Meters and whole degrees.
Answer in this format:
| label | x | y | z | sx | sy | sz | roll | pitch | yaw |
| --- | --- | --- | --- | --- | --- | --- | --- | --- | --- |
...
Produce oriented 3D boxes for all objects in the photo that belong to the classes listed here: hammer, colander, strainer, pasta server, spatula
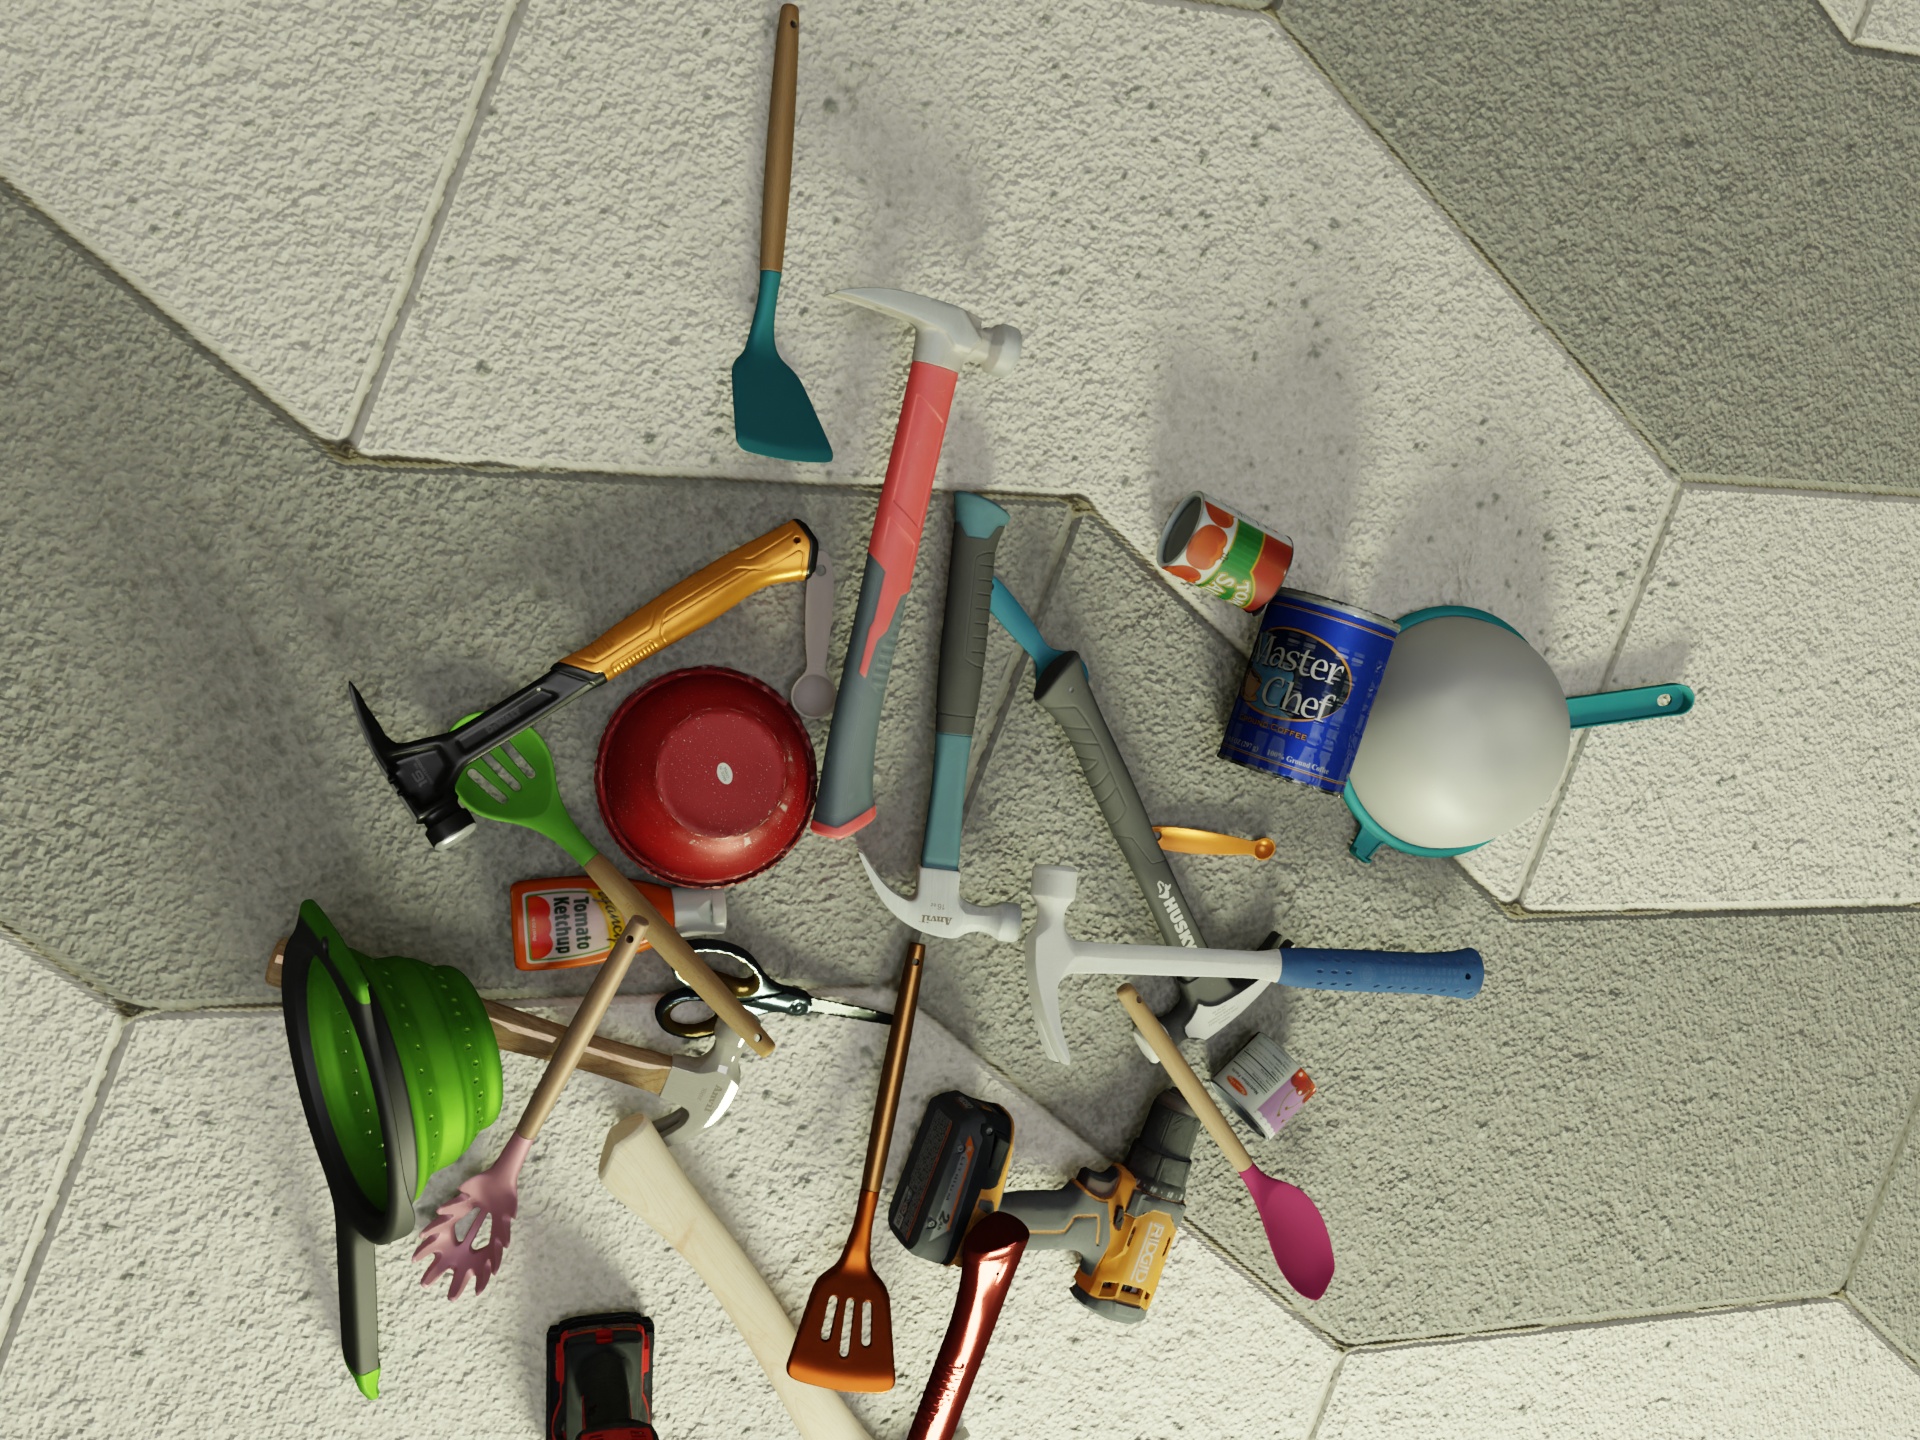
| label | x | y | z | sx | sy | sz | roll | pitch | yaw |
| --- | --- | --- | --- | --- | --- | --- | --- | --- | --- |
| hammer | -0.135 | 0.451 | 1.186 | 0.146 | 0.038 | 0.410 | -32 | 110 | -12 |
| colander | -0.369 | 0.294 | 1.062 | 0.094 | 0.205 | 0.396 | -13 | 124 | -37 |
| hammer | -0.013 | 0.530 | 1.191 | 0.149 | 0.037 | 0.359 | 11 | 105 | -31 |
| hammer | -0.002 | -0.004 | 1.185 | 0.128 | 0.033 | 0.331 | 6 | 92 | -6 |
| strainer | 0.474 | 0.006 | 1.298 | 0.340 | 0.095 | 0.211 | -7 | 98 | -14 |
| hammer | -0.317 | 0.219 | 1.119 | 0.331 | 0.031 | 0.130 | 20 | 107 | -13 |
| pasta server | -0.292 | 0.268 | 1.102 | 0.060 | 0.040 | 0.316 | 29 | 104 | -4 |
| hammer | 0.145 | 0.096 | 1.233 | 0.146 | 0.035 | 0.334 | -30 | 108 | -11 |
| hammer | -0.248 | -0.052 | 1.102 | 0.337 | 0.034 | 0.127 | -33 | 89 | -16 |
| spatula | -0.123 | -0.341 | 1.115 | 0.082 | 0.044 | 0.317 | 1 | 95 | -41 |
| spatula | -0.061 | 0.326 | 1.182 | 0.081 | 0.041 | 0.323 | 12 | 83 | -8 |
| hammer | 0.235 | 0.196 | 1.234 | 0.405 | 0.035 | 0.144 | 6 | 85 | -23 |
| hammer | -0.066 | -0.108 | 1.131 | 0.143 | 0.038 | 0.386 | 12 | 93 | -22 |

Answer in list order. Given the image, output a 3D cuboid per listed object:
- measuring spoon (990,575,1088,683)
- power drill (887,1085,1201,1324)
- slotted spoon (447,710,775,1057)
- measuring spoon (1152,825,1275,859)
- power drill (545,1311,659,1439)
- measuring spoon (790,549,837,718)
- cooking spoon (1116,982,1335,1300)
| label | x | y | z | sx | sy | sz | roll | pitch | yaw |
| --- | --- | --- | --- | --- | --- | --- | --- | --- | --- |
| measuring spoon | 0.053 | -0.064 | 1.207 | 0.042 | 0.021 | 0.128 | -42 | 104 | -8 |
| power drill | 0.078 | 0.355 | 1.236 | 0.226 | 0.084 | 0.185 | 22 | 88 | -21 |
| slotted spoon | -0.240 | 0.117 | 1.104 | 0.070 | 0.031 | 0.314 | -43 | 90 | -18 |
| measuring spoon | 0.197 | 0.096 | 1.275 | 0.117 | 0.011 | 0.021 | 7 | 106 | -13 |
| power drill | -0.241 | 0.512 | 1.086 | 0.078 | 0.220 | 0.143 | 0 | 96 | -16 |
| measuring spoon | -0.106 | -0.063 | 1.169 | 0.034 | 0.018 | 0.124 | 4 | 89 | -16 |
| cooking spoon | 0.211 | 0.331 | 1.254 | 0.069 | 0.017 | 0.318 | -45 | 108 | -39 |
